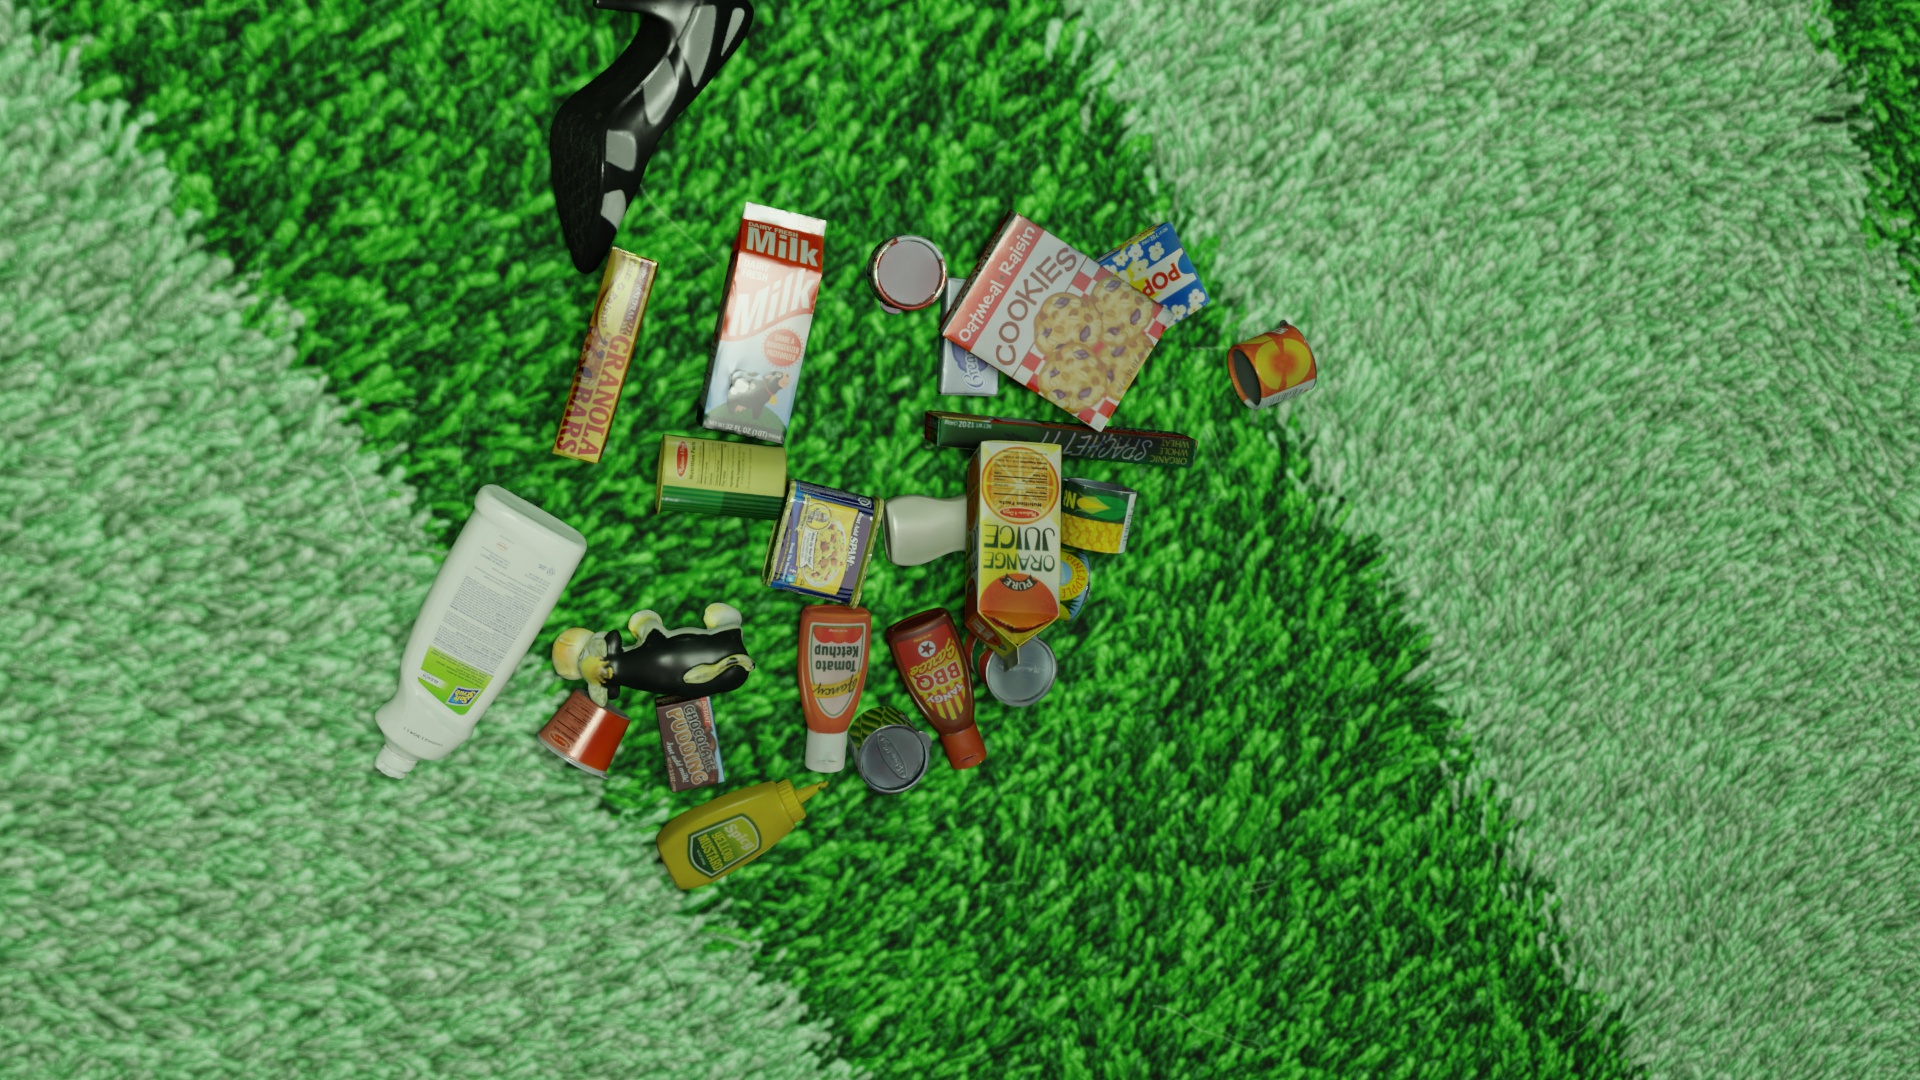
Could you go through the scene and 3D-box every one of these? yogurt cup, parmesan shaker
[{"bbox_3d":[-0.322,0.164,1.199,0.072,0.072,0.054,34,83,-18],"label":"yogurt cup"},{"bbox_3d":[-0.205,-0.051,1.186,0.103,0.071,0.071,6,99,-16],"label":"parmesan shaker"}]

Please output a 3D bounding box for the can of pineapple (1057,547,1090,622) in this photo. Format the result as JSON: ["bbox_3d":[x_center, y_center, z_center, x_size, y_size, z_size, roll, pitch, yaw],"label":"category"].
[{"bbox_3d":[0.081,0.036,1.277,0.058,0.071,0.071,14,97,-17],"label":"can of pineapple"}]

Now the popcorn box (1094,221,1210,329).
[{"bbox_3d":[0.151,-0.221,1.264,0.127,0.038,0.085,-33,106,-7],"label":"popcorn box"}]

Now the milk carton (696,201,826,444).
[{"bbox_3d":[-0.166,-0.183,1.169,0.072,0.073,0.190,11,97,-16],"label":"milk carton"}]

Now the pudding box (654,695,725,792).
[{"bbox_3d":[-0.241,0.178,1.239,0.050,0.030,0.083,-10,103,-14],"label":"pudding box"}]

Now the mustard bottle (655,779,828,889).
[{"bbox_3d":[-0.193,0.254,1.256,0.160,0.049,0.065,-27,108,-8],"label":"mustard bottle"}]

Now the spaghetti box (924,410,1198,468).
[{"bbox_3d":[0.093,-0.092,1.267,0.250,0.050,0.028,4,101,-16],"label":"spaghetti box"}]

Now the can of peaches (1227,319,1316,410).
[{"bbox_3d":[0.289,-0.164,1.298,0.058,0.071,0.071,-22,105,-9],"label":"can of peaches"}]

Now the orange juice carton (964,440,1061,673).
[{"bbox_3d":[0.045,0.016,1.201,0.073,0.071,0.193,3,78,-9],"label":"orange juice carton"}]

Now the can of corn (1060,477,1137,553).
[{"bbox_3d":[0.122,-0.024,1.279,0.071,0.071,0.058,8,99,-16],"label":"can of corn"}]

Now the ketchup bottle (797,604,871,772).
[{"bbox_3d":[-0.118,0.134,1.257,0.065,0.043,0.148,3,100,-14],"label":"ketchup bottle"}]

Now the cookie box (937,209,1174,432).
[{"bbox_3d":[0.082,-0.191,1.213,0.167,0.040,0.122,30,98,-14],"label":"cookie box"}]

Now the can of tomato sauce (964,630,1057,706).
[{"bbox_3d":[0.044,0.106,1.273,0.071,0.083,0.071,-3,101,-14],"label":"can of tomato sauce"}]

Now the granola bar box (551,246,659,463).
[{"bbox_3d":[-0.284,-0.151,1.117,0.039,0.124,0.165,16,96,-16],"label":"granola bar box"}]

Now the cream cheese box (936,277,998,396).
[{"bbox_3d":[0.008,-0.181,1.241,0.053,0.024,0.103,1,100,-14],"label":"cream cheese box"}]

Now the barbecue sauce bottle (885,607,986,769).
[{"bbox_3d":[-0.016,0.139,1.284,0.065,0.044,0.148,-21,105,-5],"label":"barbecue sauce bottle"}]

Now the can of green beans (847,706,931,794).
[{"bbox_3d":[-0.067,0.191,1.273,0.071,0.058,0.071,-3,101,-14],"label":"can of green beans"}]

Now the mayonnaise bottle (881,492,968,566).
[{"bbox_3d":[0.005,-0.016,1.263,0.148,0.041,0.064,-7,96,-15],"label":"mayonnaise bottle"}]

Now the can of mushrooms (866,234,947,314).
[{"bbox_3d":[-0.047,-0.232,1.212,0.071,0.033,0.071,-3,101,-15],"label":"can of mushrooms"}]
